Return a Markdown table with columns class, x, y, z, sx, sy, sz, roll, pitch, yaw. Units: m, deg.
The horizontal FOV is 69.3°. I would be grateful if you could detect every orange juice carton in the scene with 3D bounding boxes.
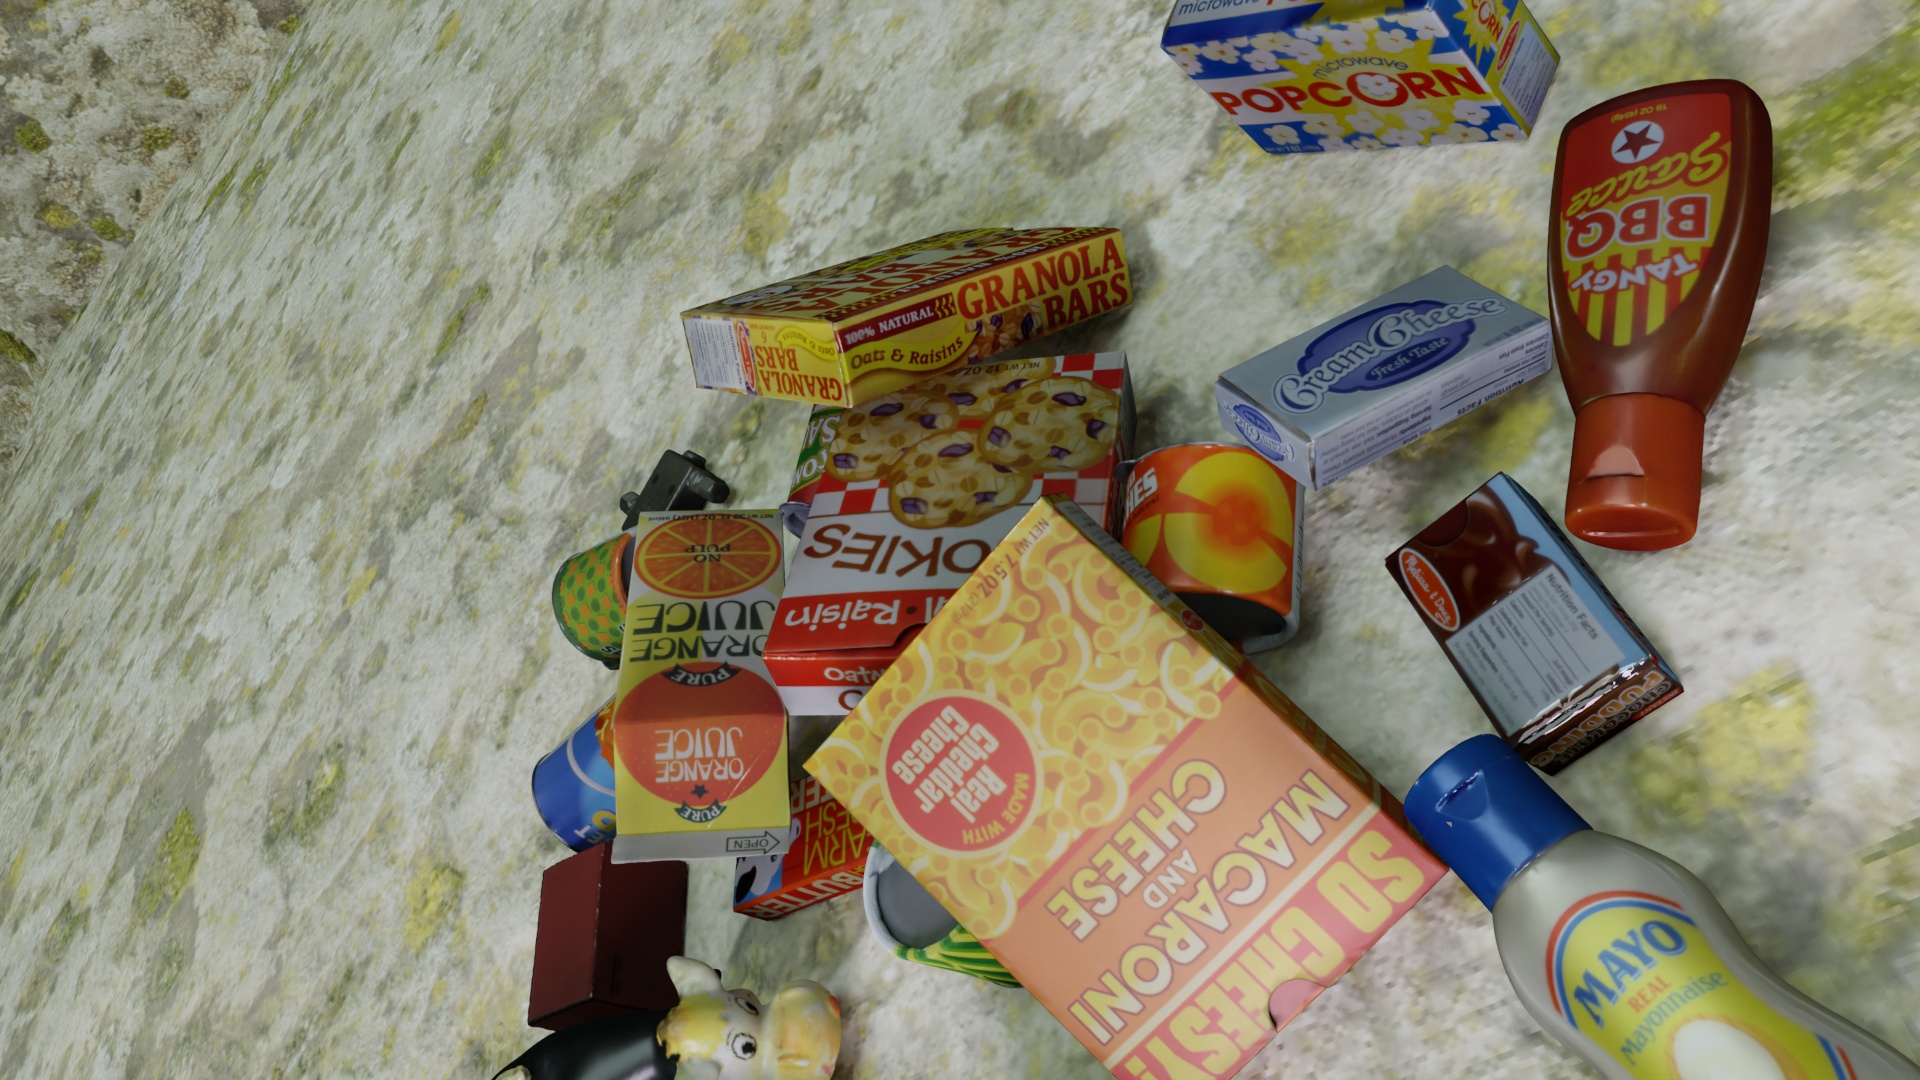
| class | x | y | z | sx | sy | sz | roll | pitch | yaw |
| --- | --- | --- | --- | --- | --- | --- | --- | --- | --- |
| orange juice carton | -0.113 | 0.069 | 0.624 | 0.193 | 0.072 | 0.072 | -101 | 12 | -53 |

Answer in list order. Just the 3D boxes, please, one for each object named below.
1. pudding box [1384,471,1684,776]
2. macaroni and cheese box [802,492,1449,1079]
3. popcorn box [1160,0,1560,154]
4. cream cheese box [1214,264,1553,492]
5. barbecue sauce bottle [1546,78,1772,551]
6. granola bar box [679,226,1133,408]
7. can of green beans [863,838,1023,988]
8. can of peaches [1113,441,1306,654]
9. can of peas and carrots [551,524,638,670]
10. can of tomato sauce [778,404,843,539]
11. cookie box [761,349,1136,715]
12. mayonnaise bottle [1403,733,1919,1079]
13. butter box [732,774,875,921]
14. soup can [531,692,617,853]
| class | x | y | z | sx | sy | sz | roll | pitch | yaw |
| --- | --- | --- | --- | --- | --- | --- | --- | --- | --- |
| pudding box | 0.177 | 0.025 | 0.435 | 0.049 | 0.030 | 0.084 | -42 | 43 | 21 |
| macaroni and cheese box | 0.050 | 0.085 | 0.448 | 0.166 | 0.040 | 0.123 | 43 | 103 | 10 |
| popcorn box | 0.154 | -0.192 | 0.545 | 0.127 | 0.085 | 0.038 | 14 | 79 | 48 |
| cream cheese box | 0.146 | -0.058 | 0.480 | 0.104 | 0.024 | 0.053 | -26 | 39 | -13 |
| barbecue sauce bottle | 0.218 | -0.071 | 0.440 | 0.065 | 0.043 | 0.149 | -4 | 65 | 43 |
| granola bar box | -0.024 | -0.106 | 0.630 | 0.124 | 0.166 | 0.039 | 13 | 121 | 49 |
| can of green beans | 0.006 | 0.130 | 0.526 | 0.071 | 0.058 | 0.071 | -24 | 52 | 35 |
| can of peaches | 0.089 | 0.004 | 0.507 | 0.071 | 0.071 | 0.058 | -14 | 59 | 41 |
| can of peas and carrots | -0.183 | 0.031 | 0.774 | 0.058 | 0.071 | 0.071 | -22 | 53 | 36 |
| can of tomato sauce | -0.046 | -0.041 | 0.672 | 0.071 | 0.071 | 0.083 | -8 | 62 | 43 |
| cookie box | 0.002 | -0.007 | 0.554 | 0.123 | 0.040 | 0.168 | -3 | 44 | 15 |
| mayonnaise bottle | 0.177 | 0.114 | 0.357 | 0.064 | 0.041 | 0.148 | -46 | 50 | 11 |
| butter box | -0.059 | 0.130 | 0.618 | 0.103 | 0.024 | 0.053 | -27 | 49 | 33 |
| soup can | -0.164 | 0.114 | 0.706 | 0.083 | 0.071 | 0.071 | -40 | 44 | 22 |
